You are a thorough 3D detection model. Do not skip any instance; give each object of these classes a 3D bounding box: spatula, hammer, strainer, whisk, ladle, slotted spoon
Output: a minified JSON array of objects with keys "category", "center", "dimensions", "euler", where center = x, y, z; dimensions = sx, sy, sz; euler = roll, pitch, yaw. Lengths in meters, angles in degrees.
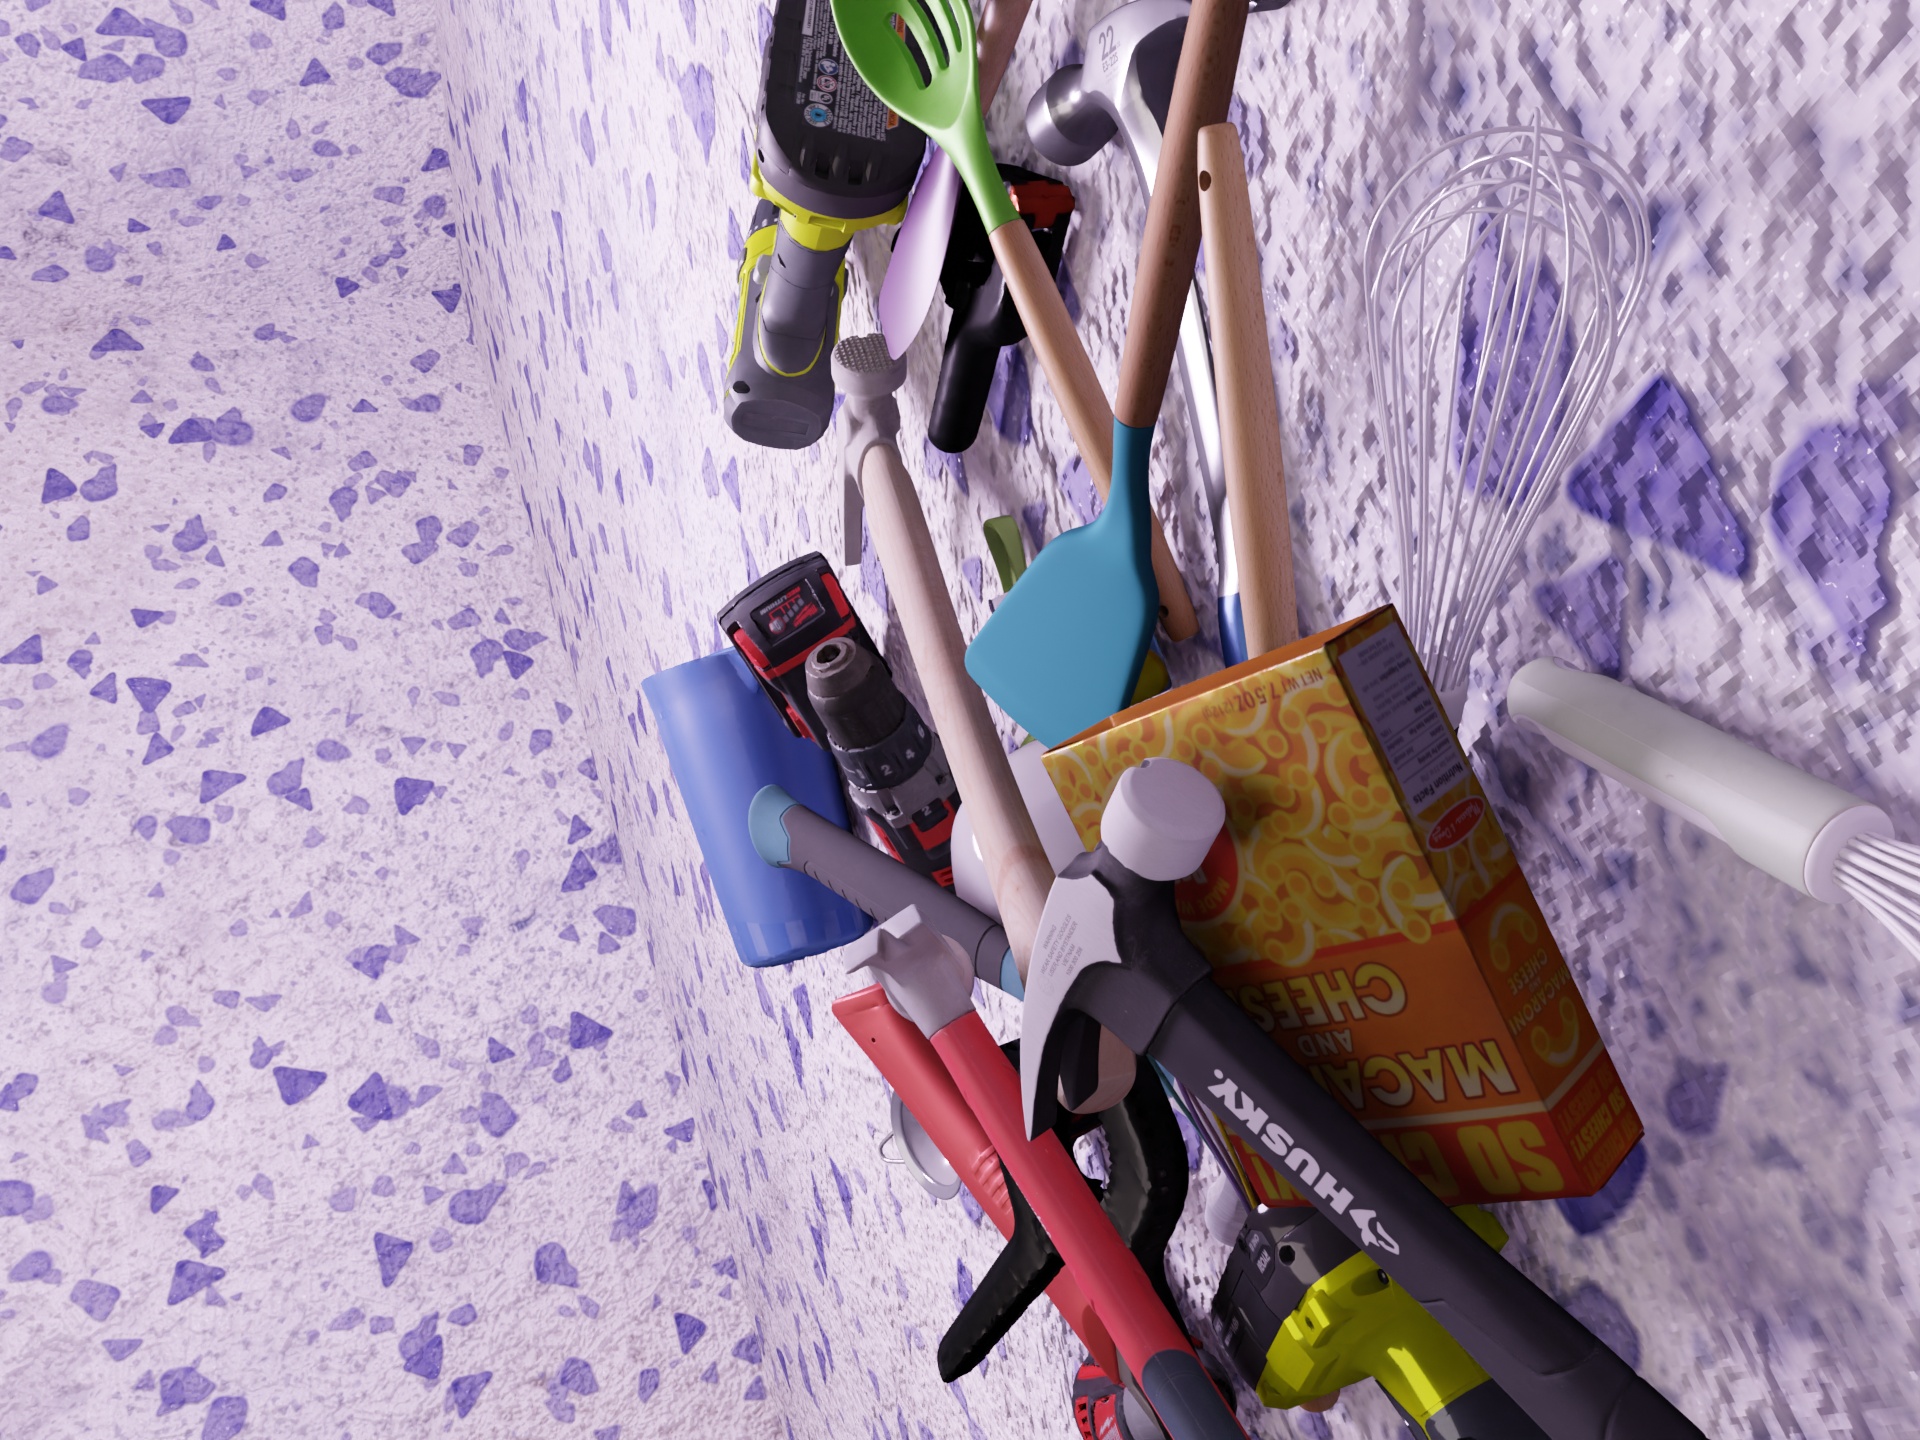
[{"category":"spatula","center":[0.058,-0.122,0.540],"dimensions":[0.082,0.044,0.317],"euler":[42,142,32]},{"category":"hammer","center":[0.048,0.265,0.747],"dimensions":[0.359,0.036,0.149],"euler":[48,134,30]},{"category":"hammer","center":[0.102,-0.058,0.577],"dimensions":[0.144,0.035,0.405],"euler":[175,83,-71]},{"category":"strainer","center":[0.025,0.028,0.797],"dimensions":[0.151,0.069,0.256],"euler":[-177,74,-70]},{"category":"strainer","center":[0.007,0.265,1.044],"dimensions":[0.087,0.050,0.258],"euler":[67,153,10]},{"category":"hammer","center":[0.015,0.111,0.753],"dimensions":[0.331,0.033,0.128],"euler":[26,126,36]},{"category":"hammer","center":[0.076,0.236,0.569],"dimensions":[0.386,0.038,0.143],"euler":[56,177,14]},{"category":"whisk","center":[0.115,0.186,0.630],"dimensions":[0.047,0.051,0.244],"euler":[-109,0,-66]},{"category":"whisk","center":[0.202,0.034,0.349],"dimensions":[0.059,0.057,0.247],"euler":[-61,27,10]},{"category":"hammer","center":[0.143,0.165,0.435],"dimensions":[0.335,0.035,0.146],"euler":[42,136,24]},{"category":"whisk","center":[0.141,-0.034,0.465],"dimensions":[0.070,0.070,0.284],"euler":[-124,23,-46]},{"category":"ladle","center":[0.098,-0.025,0.508],"dimensions":[0.069,0.031,0.315],"euler":[18,122,55]},{"category":"hammer","center":[-0.001,-0.002,0.734],"dimensions":[0.146,0.038,0.411],"euler":[93,163,-48]},{"category":"slotted spoon","center":[0.028,-0.177,0.650],"dimensions":[0.070,0.031,0.314],"euler":[-23,92,53]},{"category":"spatula","center":[0.012,-0.273,0.658],"dimensions":[0.315,0.018,0.060],"euler":[118,145,-50]}]

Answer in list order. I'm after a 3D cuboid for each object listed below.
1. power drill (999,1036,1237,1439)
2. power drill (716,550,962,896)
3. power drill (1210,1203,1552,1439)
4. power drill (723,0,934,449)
[{"category":"power drill","center":[0.072,0.271,0.818],"dimensions":[0.143,0.078,0.220],"euler":[119,131,-63]},{"category":"power drill","center":[-0.068,-0.013,0.941],"dimensions":[0.227,0.080,0.187],"euler":[51,172,49]},{"category":"power drill","center":[0.175,0.267,0.524],"dimensions":[0.171,0.080,0.223],"euler":[93,153,-49]},{"category":"power drill","center":[-0.077,-0.279,0.844],"dimensions":[0.228,0.080,0.191],"euler":[125,151,-64]}]
